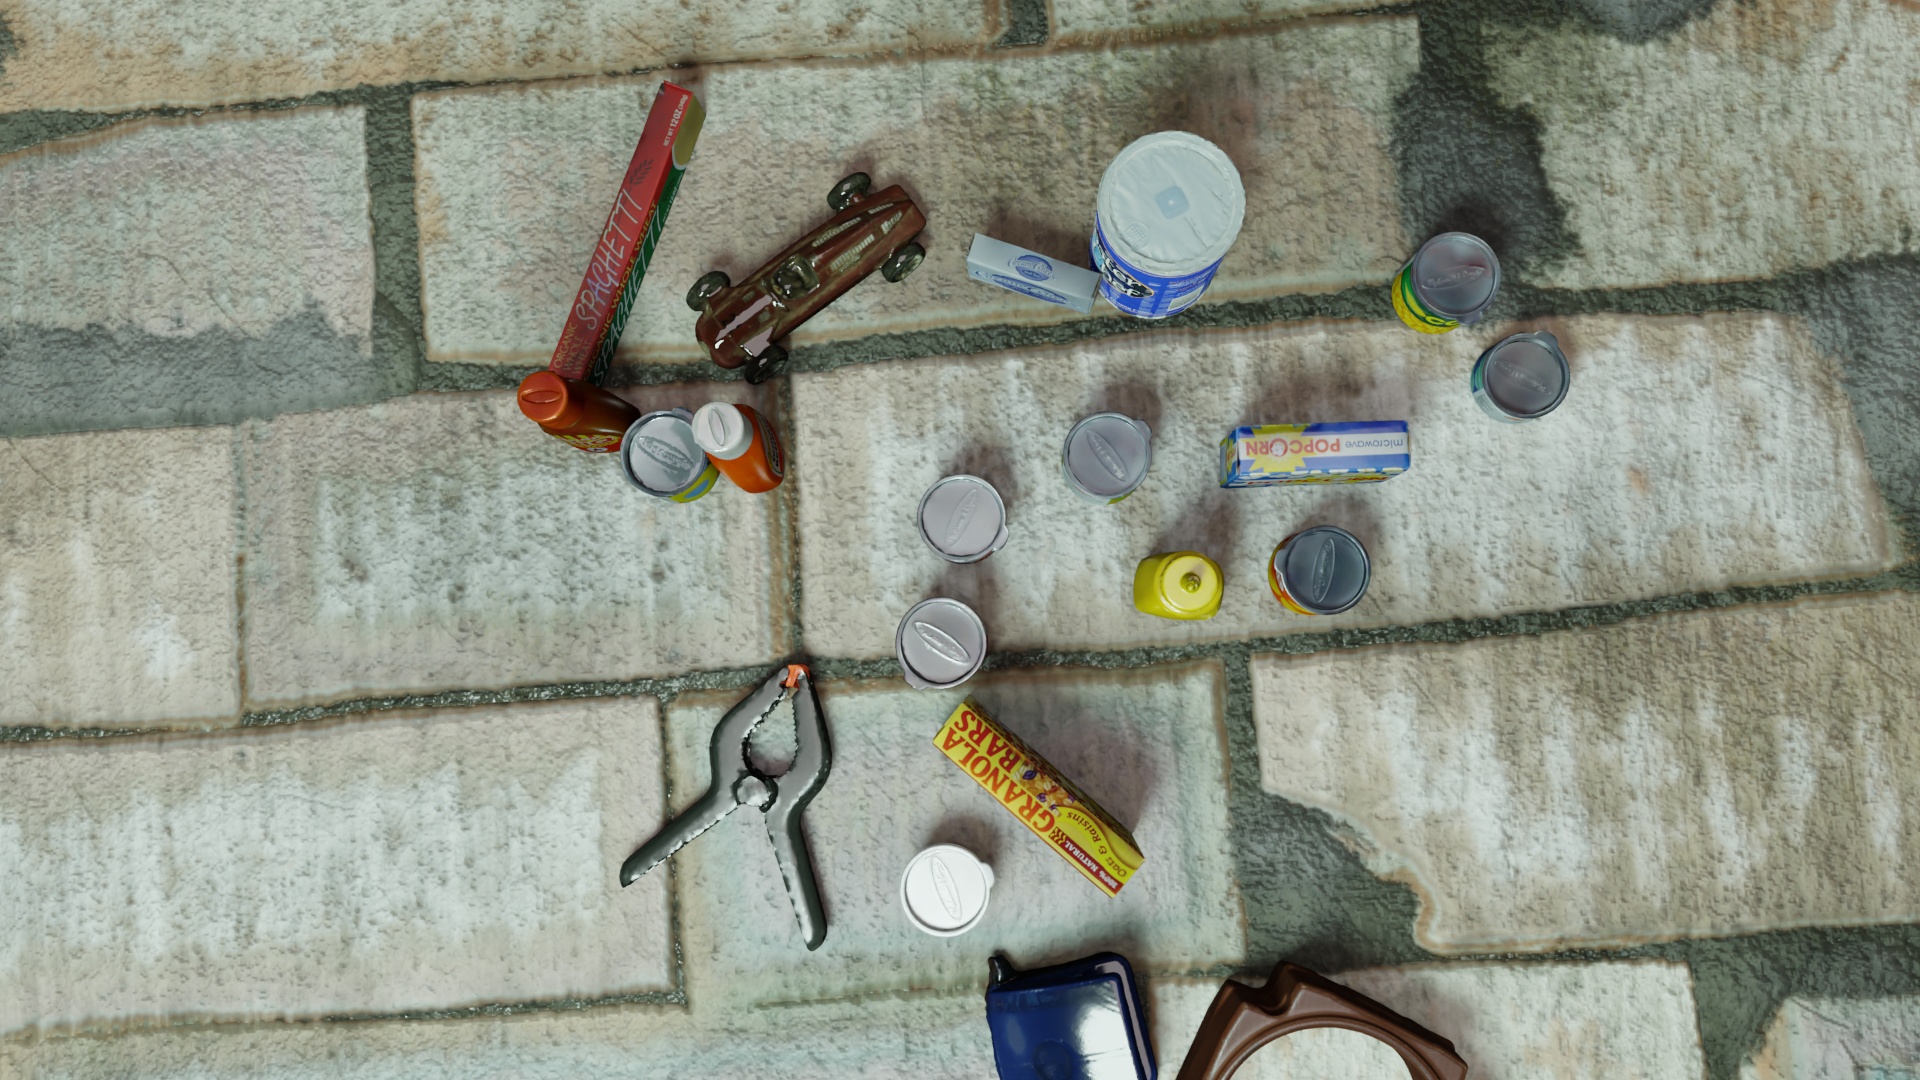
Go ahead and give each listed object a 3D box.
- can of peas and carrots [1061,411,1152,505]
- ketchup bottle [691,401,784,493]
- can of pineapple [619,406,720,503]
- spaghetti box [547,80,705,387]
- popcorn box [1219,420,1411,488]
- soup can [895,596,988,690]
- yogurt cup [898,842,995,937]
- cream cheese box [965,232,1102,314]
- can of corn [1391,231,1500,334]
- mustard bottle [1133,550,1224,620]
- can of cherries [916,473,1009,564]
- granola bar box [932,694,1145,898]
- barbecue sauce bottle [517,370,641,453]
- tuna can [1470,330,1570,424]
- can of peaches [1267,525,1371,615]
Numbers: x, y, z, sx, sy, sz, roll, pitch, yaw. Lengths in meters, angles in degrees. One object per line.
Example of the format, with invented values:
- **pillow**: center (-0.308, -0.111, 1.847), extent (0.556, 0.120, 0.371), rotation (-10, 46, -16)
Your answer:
- **can of peas and carrots**: center (0.112, -0.063, 1.059), extent (0.071, 0.058, 0.071), rotation (0, 86, 2)
- **ketchup bottle**: center (-0.164, -0.073, 1.025), extent (0.043, 0.148, 0.065), rotation (-17, 86, 1)
- **can of pineapple**: center (-0.221, -0.065, 1.072), extent (0.071, 0.058, 0.071), rotation (0, 86, 2)
- **spaghetti box**: center (-0.261, -0.235, 1.091), extent (0.029, 0.050, 0.250), rotation (20, 86, 4)
- **popcorn box**: center (0.263, -0.063, 1.040), extent (0.127, 0.085, 0.038), rotation (-2, 86, 2)
- **soup can**: center (-0.014, 0.078, 1.040), extent (0.071, 0.083, 0.071), rotation (0, 86, 2)
- **yogurt cup**: center (-0.010, 0.258, 1.040), extent (0.072, 0.054, 0.072), rotation (0, 86, 2)
- **cream cheese box**: center (0.056, -0.206, 1.075), extent (0.104, 0.053, 0.024), rotation (19, 87, 3)
- **can of corn**: center (0.370, -0.193, 1.060), extent (0.071, 0.058, 0.071), rotation (0, 86, 2)
- **mustard bottle**: center (0.161, 0.032, 0.999), extent (0.065, 0.160, 0.049), rotation (6, 86, 3)
- **can of cherries**: center (0.004, -0.013, 1.059), extent (0.071, 0.058, 0.071), rotation (0, 86, 2)
- **granola bar box**: center (0.055, 0.182, 1.009), extent (0.165, 0.124, 0.039), rotation (40, 89, 4)
- **barbecue sauce bottle**: center (-0.286, -0.095, 1.031), extent (0.065, 0.148, 0.043), rotation (-1, 86, 2)
- **tuna can**: center (0.430, -0.126, 1.065), extent (0.071, 0.033, 0.071), rotation (0, 86, 2)
- **can of peaches**: center (0.267, 0.023, 1.047), extent (0.071, 0.058, 0.071), rotation (0, 86, 2)
